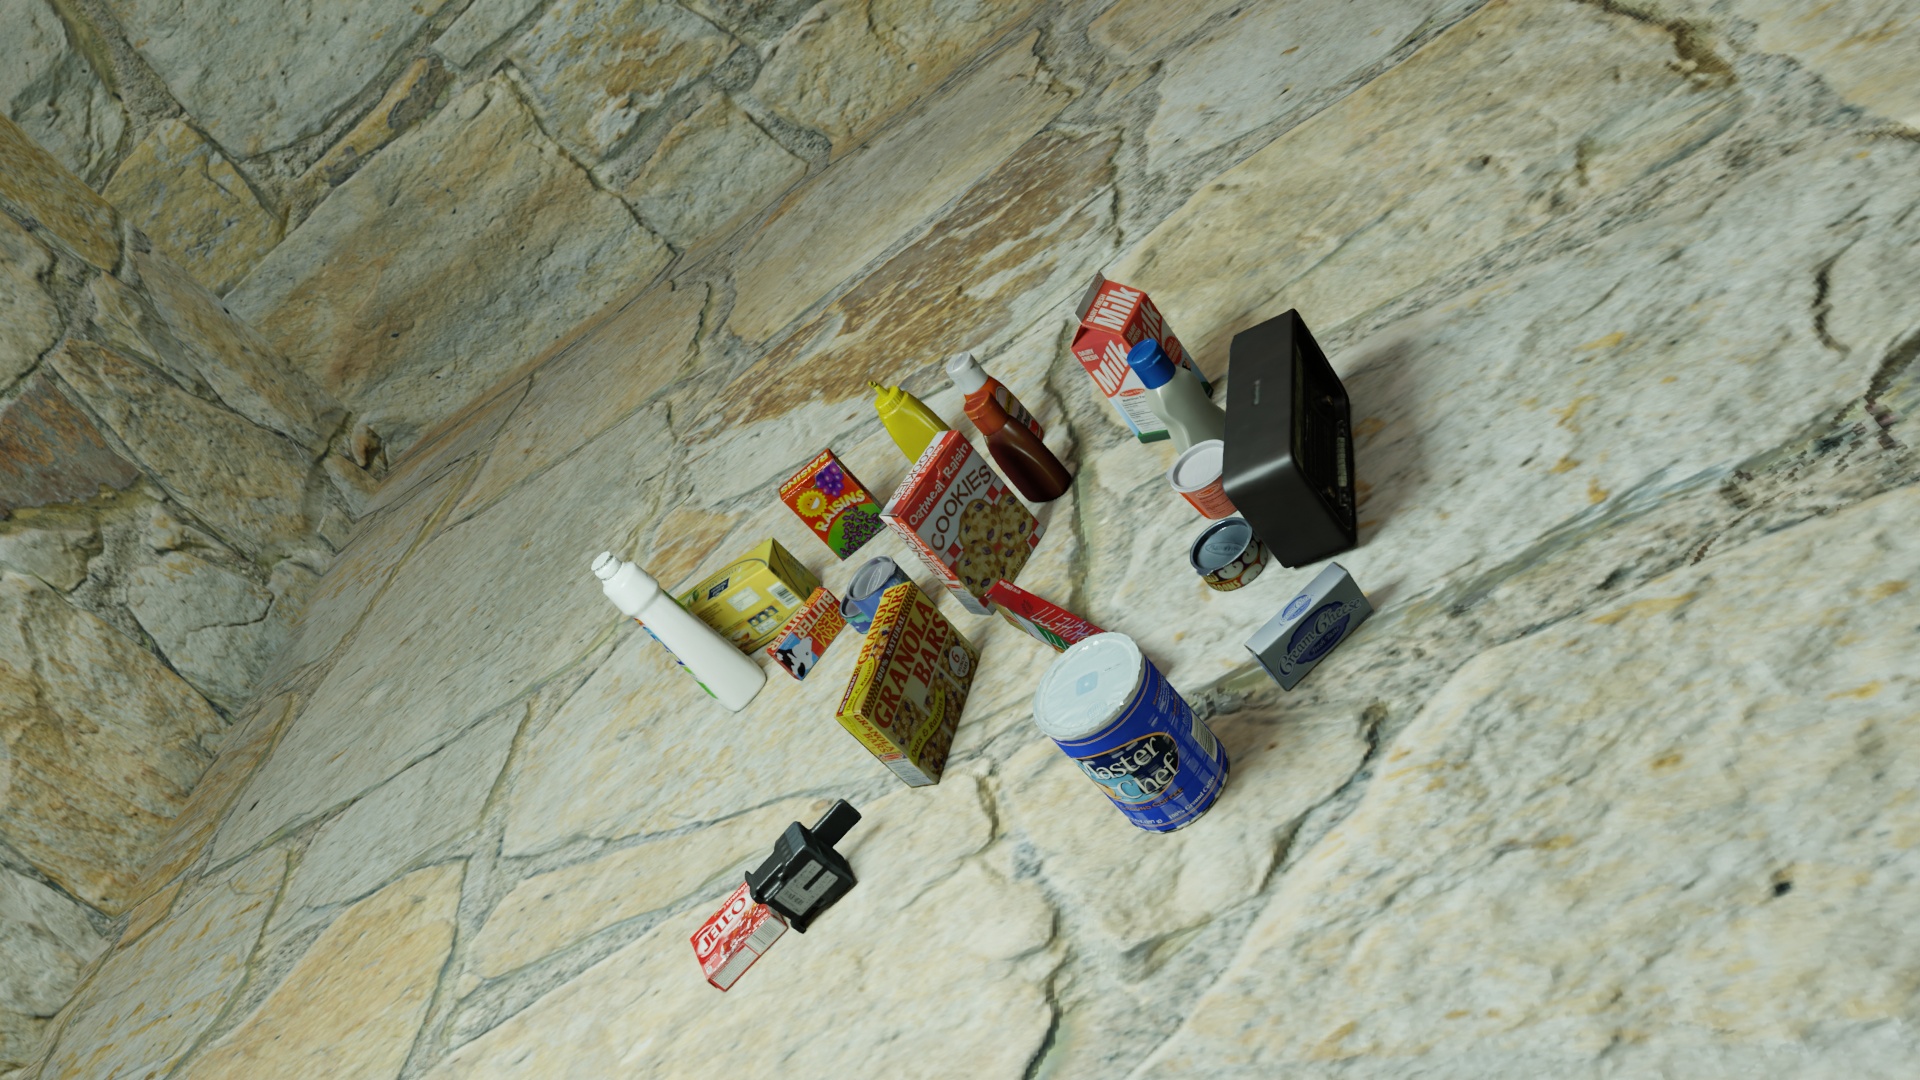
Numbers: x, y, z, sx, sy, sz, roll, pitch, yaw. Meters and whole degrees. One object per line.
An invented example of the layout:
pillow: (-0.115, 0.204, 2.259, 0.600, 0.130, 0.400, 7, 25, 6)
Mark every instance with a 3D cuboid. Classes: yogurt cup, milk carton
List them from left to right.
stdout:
milk carton: (0.186, -0.198, 1.492, 0.073, 0.190, 0.073, -8, 44, 45)
yogurt cup: (0.249, -0.058, 1.371, 0.072, 0.054, 0.073, -30, 31, 21)

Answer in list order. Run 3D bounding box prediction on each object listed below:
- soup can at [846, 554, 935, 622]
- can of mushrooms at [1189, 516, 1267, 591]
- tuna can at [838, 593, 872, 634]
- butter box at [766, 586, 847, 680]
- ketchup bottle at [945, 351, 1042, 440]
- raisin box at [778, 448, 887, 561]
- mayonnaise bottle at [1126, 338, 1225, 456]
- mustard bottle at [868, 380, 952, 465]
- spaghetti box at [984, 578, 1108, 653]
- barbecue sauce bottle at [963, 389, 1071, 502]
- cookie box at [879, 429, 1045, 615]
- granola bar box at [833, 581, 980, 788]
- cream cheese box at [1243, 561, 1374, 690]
soup can: (-0.075, 0.067, 1.561, 0.071, 0.083, 0.072, -30, 31, 21)
can of mushrooms: (0.249, 0.015, 1.295, 0.071, 0.033, 0.071, -30, 31, 21)
tuna can: (-0.106, 0.075, 1.639, 0.071, 0.032, 0.071, -30, 31, 21)
butter box: (-0.180, 0.111, 1.659, 0.104, 0.053, 0.024, -53, 31, -18)
ketchup bottle: (0.039, -0.161, 1.662, 0.043, 0.148, 0.065, -16, 38, 38)
raisin box: (-0.159, -0.045, 1.769, 0.086, 0.123, 0.040, -38, 29, 7)
mayonnaise bottle: (0.223, -0.142, 1.417, 0.065, 0.147, 0.041, -48, 30, -11)
mustard bottle: (-0.063, -0.149, 1.755, 0.065, 0.160, 0.049, -33, 30, 16)
spaghetti box: (0.105, 0.092, 1.348, 0.029, 0.050, 0.250, -48, 30, -10)
barbecue sauce bottle: (0.060, -0.106, 1.563, 0.064, 0.148, 0.044, -9, 43, 44)
cookie box: (0.005, -0.019, 1.493, 0.040, 0.167, 0.123, 1, 50, 51)
granola bar box: (-0.050, 0.144, 1.388, 0.039, 0.124, 0.166, -18, 37, 37)
cream cheese box: (0.290, 0.072, 1.151, 0.104, 0.053, 0.024, -43, 29, -1)
